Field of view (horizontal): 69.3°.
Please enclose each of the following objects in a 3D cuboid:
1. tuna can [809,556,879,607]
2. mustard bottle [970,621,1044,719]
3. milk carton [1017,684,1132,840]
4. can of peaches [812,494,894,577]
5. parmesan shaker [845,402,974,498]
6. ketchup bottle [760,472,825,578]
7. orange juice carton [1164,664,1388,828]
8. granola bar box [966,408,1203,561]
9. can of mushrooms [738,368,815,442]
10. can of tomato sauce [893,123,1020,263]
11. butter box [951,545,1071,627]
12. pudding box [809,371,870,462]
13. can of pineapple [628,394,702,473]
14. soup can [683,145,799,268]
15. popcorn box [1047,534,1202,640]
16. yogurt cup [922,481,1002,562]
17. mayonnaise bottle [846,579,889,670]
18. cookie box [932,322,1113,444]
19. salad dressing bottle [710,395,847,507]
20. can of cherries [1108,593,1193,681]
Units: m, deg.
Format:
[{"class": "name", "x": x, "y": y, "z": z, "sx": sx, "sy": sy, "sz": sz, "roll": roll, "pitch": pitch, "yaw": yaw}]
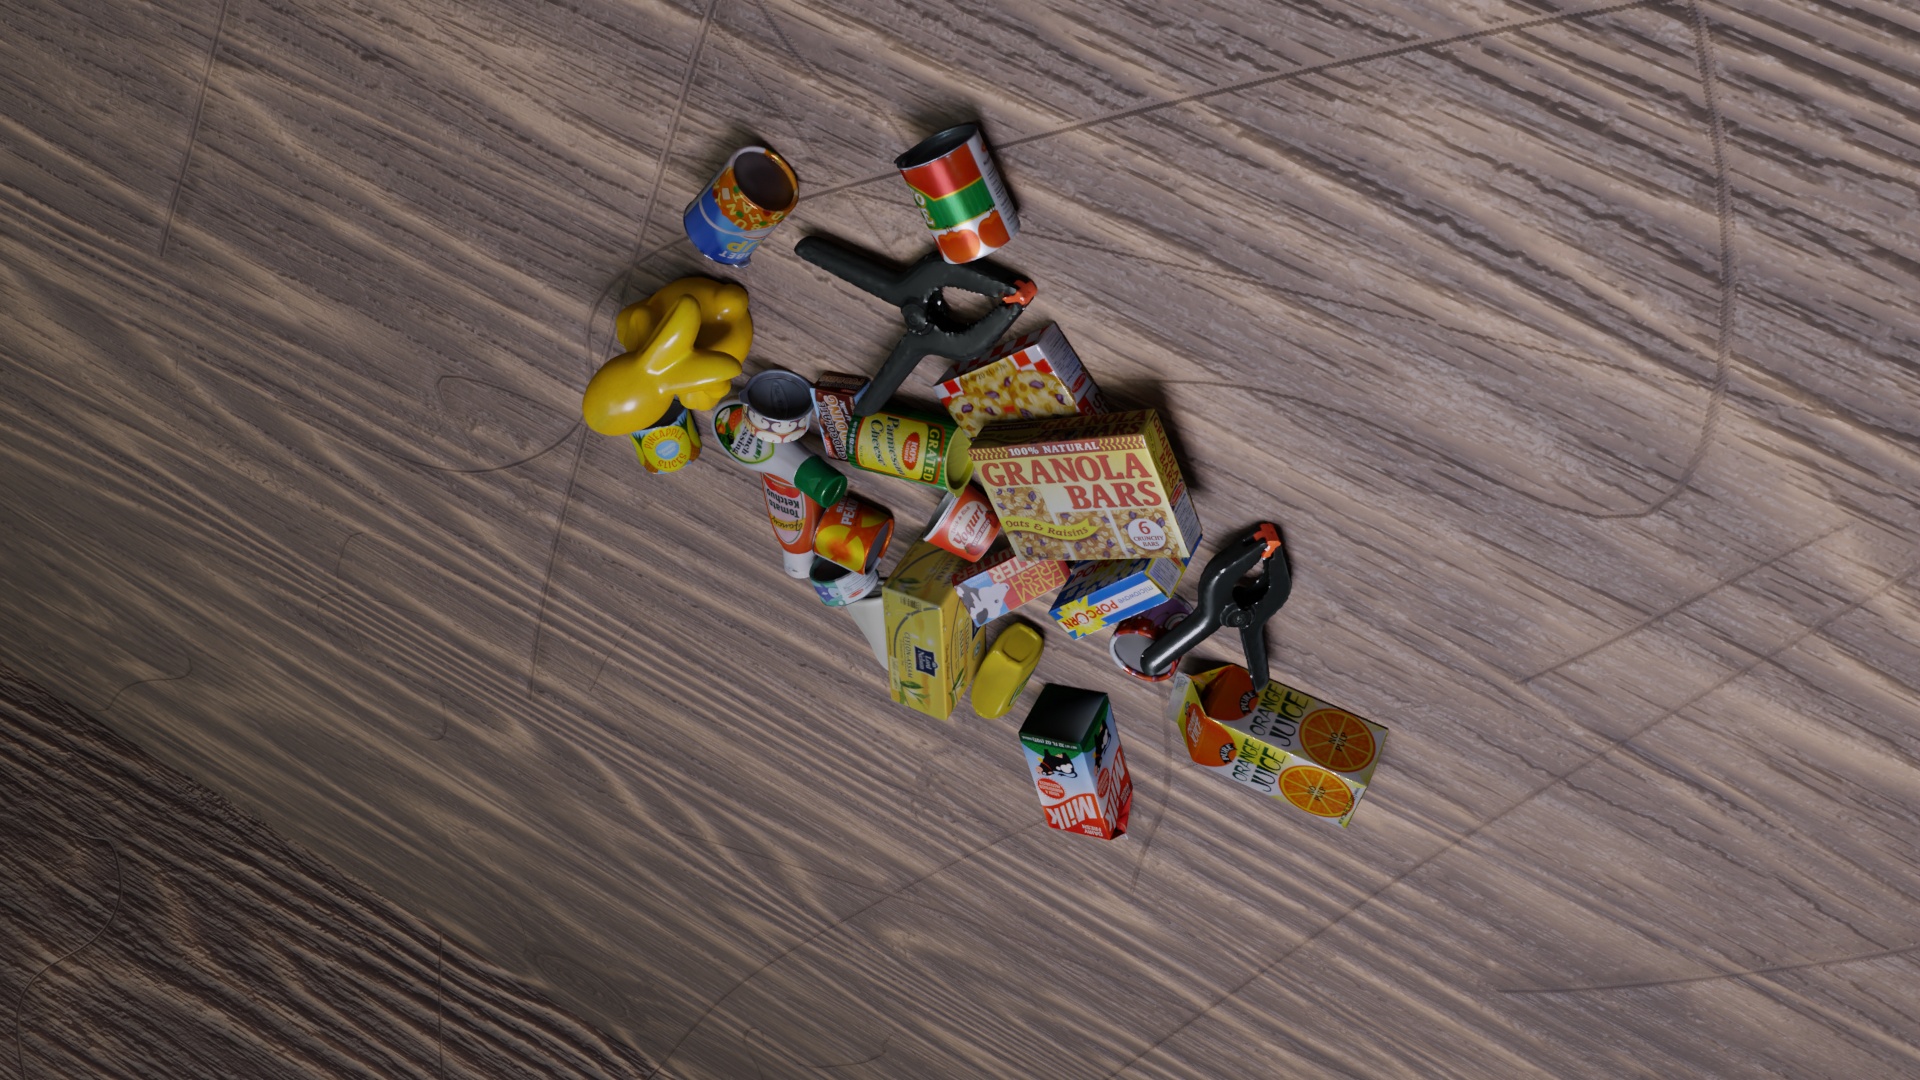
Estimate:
[{"class": "tuna can", "x": -0.121, "y": 0.034, "z": 1.420, "sx": 0.071, "sy": 0.071, "sz": 0.032, "roll": 1, "pitch": 129, "yaw": 34}, {"class": "mustard bottle", "x": 0.041, "y": 0.144, "z": 1.420, "sx": 0.049, "sy": 0.065, "sz": 0.159, "roll": 34, "pitch": 146, "yaw": 9}, {"class": "milk carton", "x": 0.126, "y": 0.245, "z": 1.449, "sx": 0.072, "sy": 0.074, "sz": 0.189, "roll": 7, "pitch": 133, "yaw": 29}, {"class": "can of peaches", "x": -0.104, "y": -0.006, "z": 1.369, "sx": 0.058, "sy": 0.071, "sz": 0.070, "roll": 25, "pitch": 139, "yaw": 12}, {"class": "parmesan shaker", "x": -0.044, "y": -0.083, "z": 1.248, "sx": 0.103, "sy": 0.072, "sz": 0.071, "roll": 14, "pitch": 136, "yaw": 23}, {"class": "ketchup bottle", "x": -0.166, "y": -0.025, "z": 1.411, "sx": 0.065, "sy": 0.044, "sz": 0.148, "roll": 23, "pitch": 139, "yaw": 21}, {"class": "orange juice carton", "x": 0.283, "y": 0.181, "z": 1.278, "sx": 0.193, "sy": 0.073, "sz": 0.071, "roll": 23, "pitch": 139, "yaw": 15}, {"class": "granola bar box", "x": 0.103, "y": -0.043, "z": 1.145, "sx": 0.165, "sy": 0.039, "sz": 0.123, "roll": -2, "pitch": 128, "yaw": 35}, {"class": "can of mushrooms", "x": -0.173, "y": -0.125, "z": 1.295, "sx": 0.071, "sy": 0.071, "sz": 0.033, "roll": 29, "pitch": 141, "yaw": 8}, {"class": "can of tomato sauce", "x": -0.002, "y": -0.260, "z": 1.047, "sx": 0.071, "sy": 0.071, "sz": 0.082, "roll": -4, "pitch": 127, "yaw": 37}, {"class": "butter box", "x": 0.048, "y": 0.035, "z": 1.292, "sx": 0.103, "sy": 0.024, "sz": 0.053, "roll": -27, "pitch": 118, "yaw": 6}, {"class": "pudding box", "x": -0.105, "y": -0.113, "z": 1.292, "sx": 0.050, "sy": 0.030, "sz": 0.083, "roll": 14, "pitch": 135, "yaw": 26}, {"class": "can of pineapple", "x": -0.300, "y": -0.108, "z": 1.401, "sx": 0.071, "sy": 0.071, "sz": 0.057, "roll": 10, "pitch": 135, "yaw": 27}, {"class": "soup can", "x": -0.180, "y": -0.276, "z": 1.154, "sx": 0.071, "sy": 0.072, "sz": 0.083, "roll": 46, "pitch": 139, "yaw": -12}, {"class": "popcorn box", "x": 0.144, "y": 0.030, "z": 1.217, "sx": 0.038, "sy": 0.085, "sz": 0.126, "roll": 46, "pitch": 139, "yaw": -14}, {"class": "yogurt cup", "x": 0.005, "y": -0.016, "z": 1.286, "sx": 0.054, "sy": 0.073, "sz": 0.072, "roll": 32, "pitch": 141, "yaw": -9}, {"class": "mayonnaise bottle", "x": -0.067, "y": 0.107, "z": 1.475, "sx": 0.064, "sy": 0.041, "sz": 0.147, "roll": 0, "pitch": 130, "yaw": 36}, {"class": "cookie box", "x": 0.072, "y": -0.091, "z": 1.183, "sx": 0.122, "sy": 0.040, "sz": 0.167, "roll": -17, "pitch": 117, "yaw": 43}, {"class": "salad dressing bottle", "x": -0.173, "y": -0.085, "z": 1.327, "sx": 0.148, "sy": 0.044, "sz": 0.064, "roll": 35, "pitch": 106, "yaw": 22}, {"class": "can of cherries", "x": 0.178, "y": 0.087, "z": 1.269, "sx": 0.071, "sy": 0.059, "sz": 0.071, "roll": 19, "pitch": 138, "yaw": 19}]
